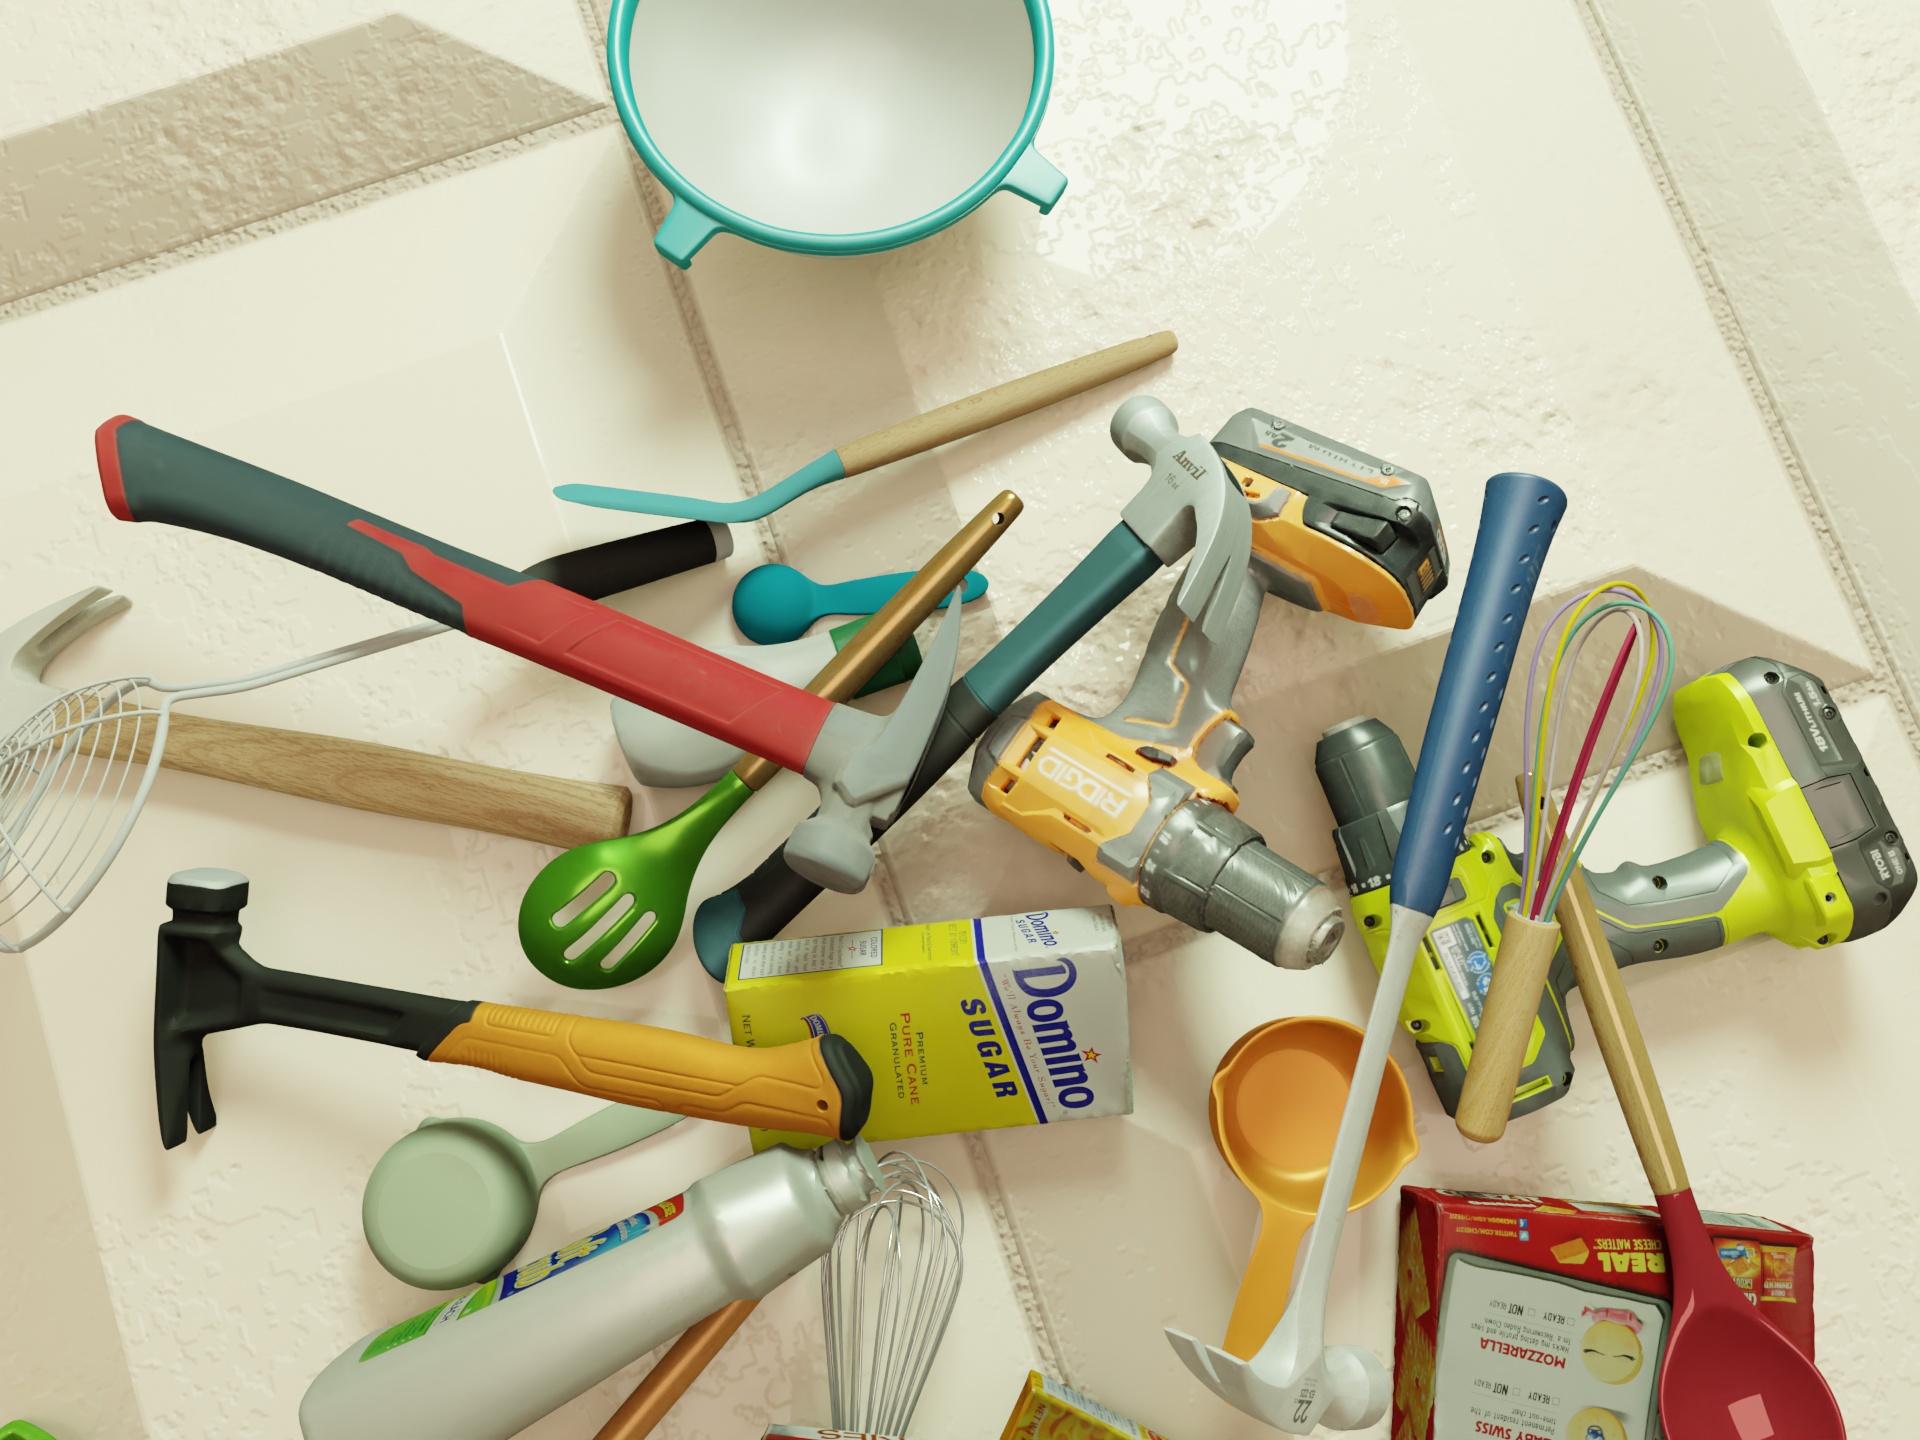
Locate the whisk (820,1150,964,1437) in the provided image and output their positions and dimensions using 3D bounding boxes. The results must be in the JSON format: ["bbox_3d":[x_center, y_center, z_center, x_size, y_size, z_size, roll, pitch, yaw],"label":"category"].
[{"bbox_3d":[-0.043,0.335,0.705,0.070,0.070,0.285,8,85,2],"label":"whisk"}]

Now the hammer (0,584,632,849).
[{"bbox_3d":[-0.323,0.018,0.769,0.331,0.031,0.130,10,81,2],"label":"hammer"}]

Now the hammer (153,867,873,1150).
[{"bbox_3d":[-0.203,0.148,0.700,0.337,0.034,0.127,6,95,13],"label":"hammer"}]

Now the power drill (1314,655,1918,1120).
[{"bbox_3d":[0.290,0.058,0.736,0.228,0.080,0.191,-22,82,0],"label":"power drill"}]

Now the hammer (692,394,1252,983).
[{"bbox_3d":[-0.001,-0.002,0.726,0.331,0.033,0.128,-44,42,9],"label":"hammer"}]

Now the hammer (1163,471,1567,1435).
[{"bbox_3d":[0.182,0.088,0.658,0.035,0.144,0.405,10,78,42],"label":"hammer"}]

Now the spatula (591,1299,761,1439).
[{"bbox_3d":[-0.168,0.329,0.680,0.081,0.041,0.323,33,68,26],"label":"spatula"}]

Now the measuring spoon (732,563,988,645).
[{"bbox_3d":[-0.050,-0.063,0.784,0.128,0.021,0.042,-6,81,1],"label":"measuring spoon"}]

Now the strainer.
[{"bbox_3d":[-0.074,-0.372,0.800,0.211,0.095,0.340,-10,79,-4],"label":"strainer"}]

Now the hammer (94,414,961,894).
[{"bbox_3d":[-0.192,-0.062,0.697,0.386,0.038,0.143,23,68,4],"label":"hammer"}]

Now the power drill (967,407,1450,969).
[{"bbox_3d":[0.133,-0.012,0.719,0.185,0.084,0.226,32,82,33],"label":"power drill"}]

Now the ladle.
[{"bbox_3d":[0.289,0.172,0.668,0.069,0.031,0.315,-16,78,3],"label":"ladle"}]

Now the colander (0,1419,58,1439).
[{"bbox_3d":[-0.286,0.442,0.671,0.397,0.094,0.204,28,40,22],"label":"colander"}]

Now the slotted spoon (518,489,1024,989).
[{"bbox_3d":[-0.084,0.008,0.734,0.314,0.031,0.070,-46,105,-2],"label":"slotted spoon"}]

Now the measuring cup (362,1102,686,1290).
[{"bbox_3d":[-0.196,0.204,0.733,0.167,0.038,0.083,-24,81,-1],"label":"measuring cup"}]

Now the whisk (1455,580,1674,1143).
[{"bbox_3d":[0.249,0.063,0.665,0.051,0.047,0.245,18,103,35],"label":"whisk"}]

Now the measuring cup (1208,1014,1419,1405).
[{"bbox_3d":[0.144,0.219,0.723,0.095,0.052,0.174,18,83,3],"label":"measuring cup"}]

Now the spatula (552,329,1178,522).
[{"bbox_3d":[-0.038,-0.144,0.776,0.317,0.082,0.044,-22,108,-11],"label":"spatula"}]

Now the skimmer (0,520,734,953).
[{"bbox_3d":[-0.269,-0.007,0.734,0.363,0.127,0.090,-21,124,-24],"label":"skimmer"}]
